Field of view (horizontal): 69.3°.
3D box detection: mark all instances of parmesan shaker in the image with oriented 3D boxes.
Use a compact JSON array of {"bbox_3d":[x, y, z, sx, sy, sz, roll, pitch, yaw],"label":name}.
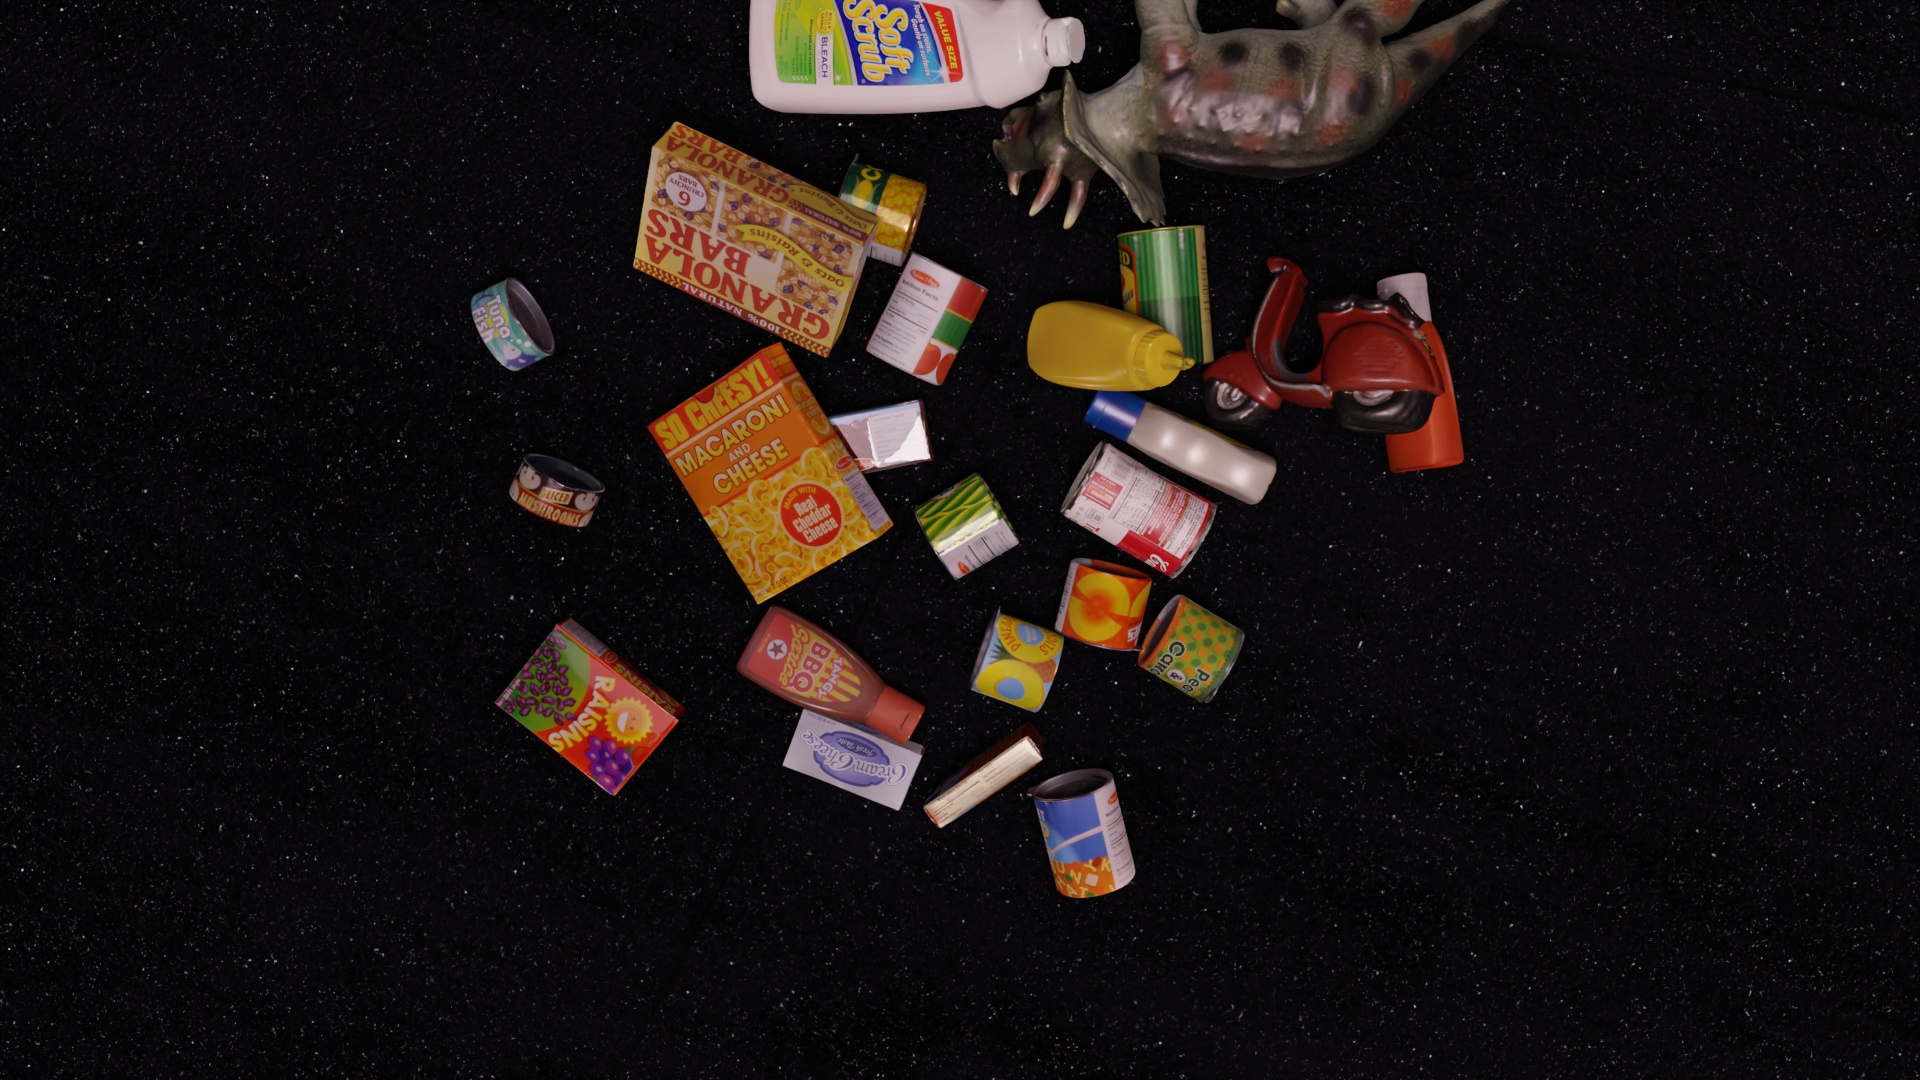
[{"bbox_3d":[0.156,-0.183,1.054,0.071,0.071,0.103,-5,98,2],"label":"parmesan shaker"}]

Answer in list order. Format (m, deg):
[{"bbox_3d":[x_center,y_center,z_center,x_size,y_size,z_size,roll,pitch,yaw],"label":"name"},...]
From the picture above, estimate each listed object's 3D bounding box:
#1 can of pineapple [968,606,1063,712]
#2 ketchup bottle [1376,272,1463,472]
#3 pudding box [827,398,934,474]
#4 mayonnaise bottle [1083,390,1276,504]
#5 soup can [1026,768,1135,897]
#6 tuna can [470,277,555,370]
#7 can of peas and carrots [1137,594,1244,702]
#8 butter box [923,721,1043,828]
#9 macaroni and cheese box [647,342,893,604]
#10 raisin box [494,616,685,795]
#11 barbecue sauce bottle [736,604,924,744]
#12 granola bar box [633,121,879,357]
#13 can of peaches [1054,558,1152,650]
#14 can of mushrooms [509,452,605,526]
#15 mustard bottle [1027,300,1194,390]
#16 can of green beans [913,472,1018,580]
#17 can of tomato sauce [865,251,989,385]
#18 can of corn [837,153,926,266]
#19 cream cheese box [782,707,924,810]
[{"bbox_3d":[0.045,0.094,1.096,0.058,0.071,0.071,20,98,-2],"label":"can of pineapple"},{"bbox_3d":[0.347,-0.128,1.064,0.043,0.064,0.148,-7,89,-17],"label":"ketchup bottle"},{"bbox_3d":[-0.066,-0.081,1.095,0.084,0.030,0.049,-11,98,3],"label":"pudding box"},{"bbox_3d":[0.169,-0.077,1.075,0.148,0.065,0.041,26,99,2],"label":"mayonnaise bottle"},{"bbox_3d":[0.097,0.234,1.115,0.071,0.071,0.083,-14,97,3],"label":"soup can"},{"bbox_3d":[-0.346,-0.167,1.071,0.033,0.071,0.071,-25,96,6],"label":"tuna can"},{"bbox_3d":[0.179,0.086,1.090,0.059,0.071,0.071,31,98,-2],"label":"can of peas and carrots"},{"bbox_3d":[0.020,0.188,1.117,0.103,0.053,0.024,-35,93,5],"label":"butter box"},{"bbox_3d":[-0.148,-0.051,1.079,0.123,0.040,0.166,-29,96,24],"label":"macaroni and cheese box"},{"bbox_3d":[-0.298,0.134,1.125,0.123,0.040,0.086,40,96,-4],"label":"raisin box"},{"bbox_3d":[-0.101,0.112,1.114,0.148,0.043,0.065,30,82,-3],"label":"barbecue sauce bottle"},{"bbox_3d":[-0.155,-0.222,1.040,0.165,0.039,0.123,25,141,-2],"label":"granola bar box"},{"bbox_3d":[0.114,0.050,1.089,0.071,0.071,0.058,12,97,0],"label":"can of peaches"},{"bbox_3d":[-0.316,-0.039,1.087,0.071,0.071,0.033,27,100,-2],"label":"can of mushrooms"},{"bbox_3d":[0.115,-0.139,1.024,0.049,0.160,0.065,-2,106,-38],"label":"mustard bottle"},{"bbox_3d":[0.005,-0.012,1.084,0.058,0.071,0.071,-31,96,5],"label":"can of green beans"},{"bbox_3d":[-0.025,-0.169,1.066,0.071,0.071,0.083,26,98,-2],"label":"can of tomato sauce"},{"bbox_3d":[-0.062,-0.250,1.054,0.058,0.071,0.071,18,98,-2],"label":"can of corn"},{"bbox_3d":[-0.087,0.176,1.132,0.104,0.024,0.053,21,99,-1],"label":"cream cheese box"}]
